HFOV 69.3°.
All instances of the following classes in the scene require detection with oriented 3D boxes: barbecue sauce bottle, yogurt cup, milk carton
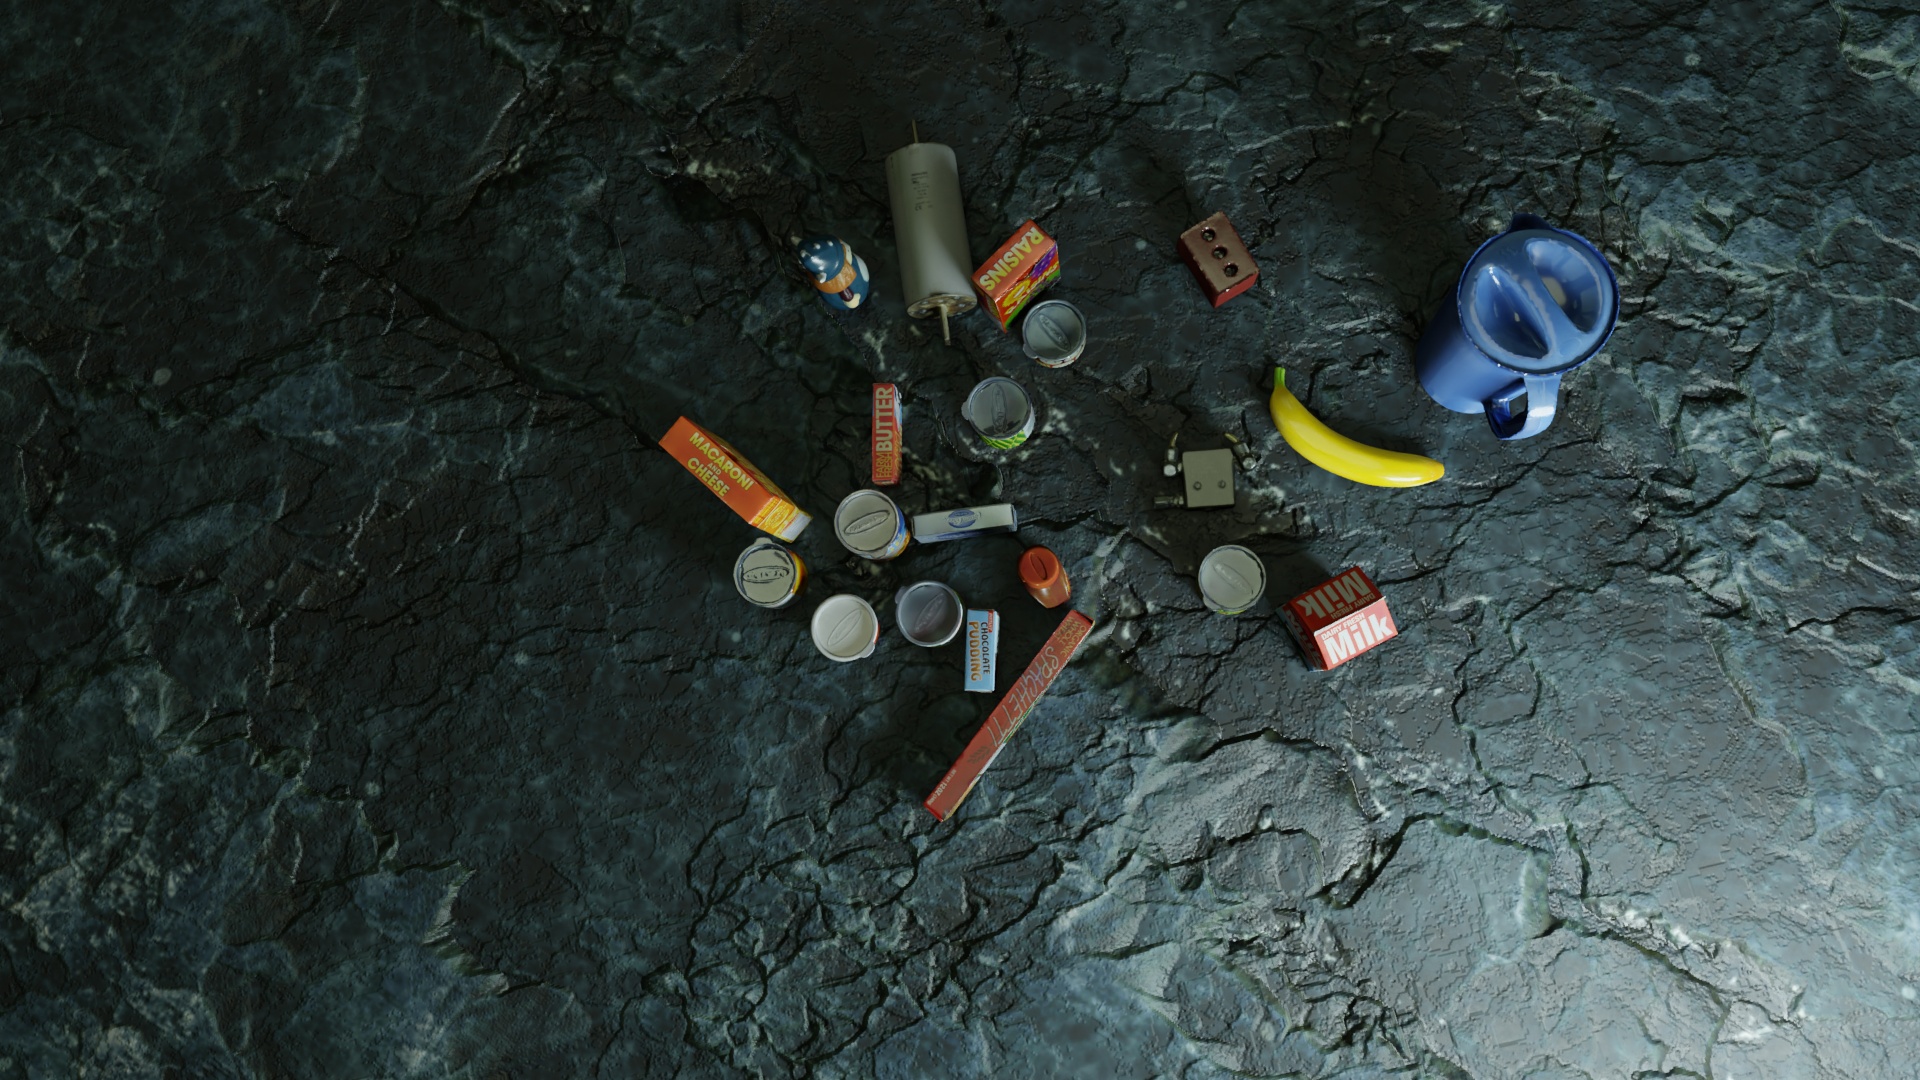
[{"bbox_3d":[0.079,0.032,1.356,0.043,0.148,0.065,-28,81,3],"label":"barbecue sauce bottle"},{"bbox_3d":[-0.114,0.090,1.418,0.072,0.054,0.072,-1,83,6],"label":"yogurt cup"},{"bbox_3d":[0.350,0.075,1.299,0.072,0.190,0.073,-28,81,3],"label":"milk carton"}]

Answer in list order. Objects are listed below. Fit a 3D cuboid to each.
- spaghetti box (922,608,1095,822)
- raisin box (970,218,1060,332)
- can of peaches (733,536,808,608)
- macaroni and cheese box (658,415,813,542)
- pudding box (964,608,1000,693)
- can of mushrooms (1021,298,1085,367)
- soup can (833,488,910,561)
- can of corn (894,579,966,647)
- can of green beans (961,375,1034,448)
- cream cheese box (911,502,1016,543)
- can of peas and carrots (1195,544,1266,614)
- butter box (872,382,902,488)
[{"bbox_3d":[0.050,0.173,1.391,0.029,0.050,0.250,37,88,9],"label":"spaghetti box"},{"bbox_3d":[0.058,-0.266,1.408,0.086,0.123,0.040,-44,81,0],"label":"raisin box"},{"bbox_3d":[-0.194,0.034,1.432,0.071,0.058,0.071,-1,83,6],"label":"can of peaches"},{"bbox_3d":[-0.221,-0.060,1.392,0.124,0.166,0.040,41,89,9],"label":"macaroni and cheese box"},{"bbox_3d":[0.022,0.112,1.402,0.030,0.049,0.084,1,83,7],"label":"pudding box"},{"bbox_3d":[0.096,-0.213,1.443,0.071,0.033,0.071,-1,83,6],"label":"can of mushrooms"},{"bbox_3d":[-0.088,-0.011,1.413,0.071,0.083,0.071,-1,83,6],"label":"soup can"},{"bbox_3d":[-0.031,0.074,1.409,0.071,0.058,0.071,-1,83,6],"label":"can of corn"},{"bbox_3d":[0.042,-0.131,1.426,0.071,0.058,0.071,-1,83,6],"label":"can of green beans"},{"bbox_3d":[0.005,-0.018,1.419,0.104,0.053,0.024,-7,83,5],"label":"cream cheese box"},{"bbox_3d":[0.266,0.042,1.379,0.071,0.058,0.071,-1,83,6],"label":"can of peas and carrots"},{"bbox_3d":[-0.076,-0.108,1.439,0.024,0.053,0.103,-1,83,6],"label":"butter box"}]
